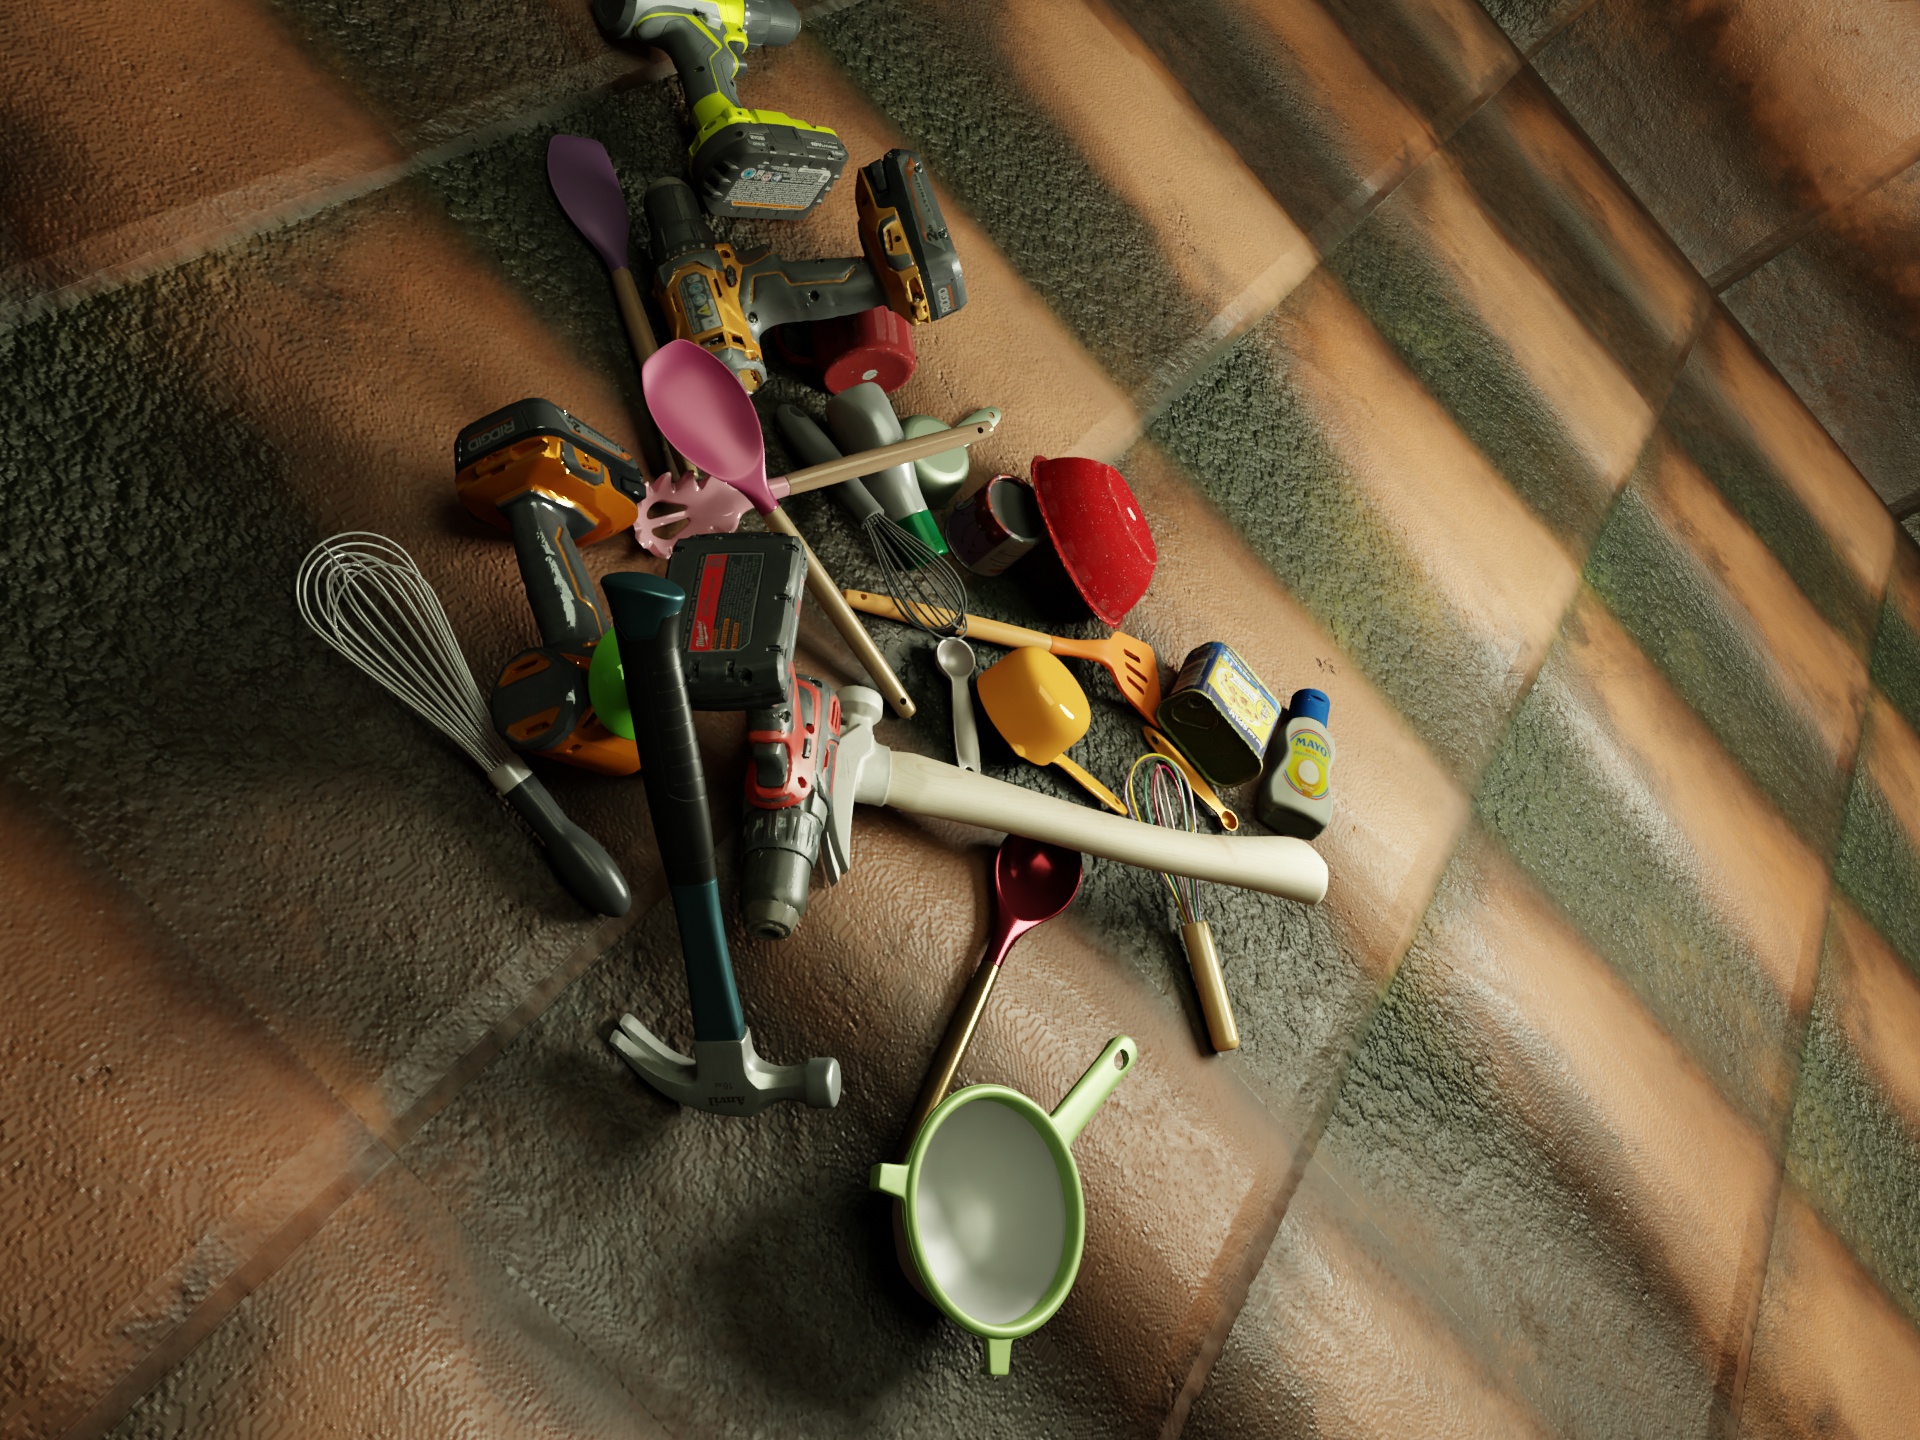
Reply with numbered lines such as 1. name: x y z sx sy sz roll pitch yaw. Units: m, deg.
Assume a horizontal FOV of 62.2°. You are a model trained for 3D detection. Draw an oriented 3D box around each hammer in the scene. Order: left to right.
1. hammer: -0.153 0.077 0.901 0.033 0.128 0.330 -71 156 -70
2. hammer: 0.093 0.089 1.174 0.410 0.038 0.146 15 57 -19

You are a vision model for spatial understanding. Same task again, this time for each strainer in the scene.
1. strainer: 0.032 0.286 1.036 0.256 0.069 0.151 -38 100 -47

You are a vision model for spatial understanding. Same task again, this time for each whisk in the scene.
1. whisk: -0.293 0.008 0.957 0.284 0.070 0.070 53 45 -8
2. whisk: -0.071 -0.154 1.219 0.055 0.055 0.239 -24 70 -44
3. whisk: 0.184 0.140 1.265 0.047 0.051 0.245 4 66 -43

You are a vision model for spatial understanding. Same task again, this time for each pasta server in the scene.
1. pasta server: -0.103 -0.182 1.179 0.316 0.040 0.060 -21 100 -28

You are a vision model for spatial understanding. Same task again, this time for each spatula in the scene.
1. spatula: -0.252 -0.317 1.202 0.059 0.018 0.316 -8 69 -39
2. spatula: 0.045 -0.062 1.287 0.322 0.041 0.081 11 60 -29

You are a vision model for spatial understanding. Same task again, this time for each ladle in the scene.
1. ladle: 0.013 0.192 1.108 0.069 0.031 0.316 35 50 -8

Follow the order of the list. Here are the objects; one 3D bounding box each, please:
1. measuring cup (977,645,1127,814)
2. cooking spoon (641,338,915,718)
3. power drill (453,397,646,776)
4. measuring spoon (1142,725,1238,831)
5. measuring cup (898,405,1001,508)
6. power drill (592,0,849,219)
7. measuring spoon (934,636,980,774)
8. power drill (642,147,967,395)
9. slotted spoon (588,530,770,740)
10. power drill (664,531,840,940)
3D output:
1. measuring cup: 0.089 0.010 1.244 0.173 0.052 0.095 41 25 -23
2. cooking spoon: -0.122 -0.129 1.140 0.069 0.017 0.318 -41 110 -21
3. power drill: -0.238 -0.072 1.011 0.164 0.084 0.227 29 43 -64
4. measuring spoon: 0.192 0.050 1.348 0.117 0.011 0.021 48 45 -1
5. measuring cup: -0.004 -0.238 1.338 0.083 0.038 0.167 50 47 -3
6. power drill: -0.186 -0.541 1.348 0.190 0.080 0.229 -12 70 -42
7. measuring spoon: -0.002 -0.004 1.224 0.034 0.018 0.124 4 69 -31
8. power drill: -0.127 -0.359 1.217 0.226 0.084 0.185 -20 75 0
9. slotted spoon: -0.169 -0.072 1.045 0.314 0.031 0.070 -68 141 -64
10. power drill: -0.125 0.013 0.991 0.080 0.226 0.188 -1 56 7
